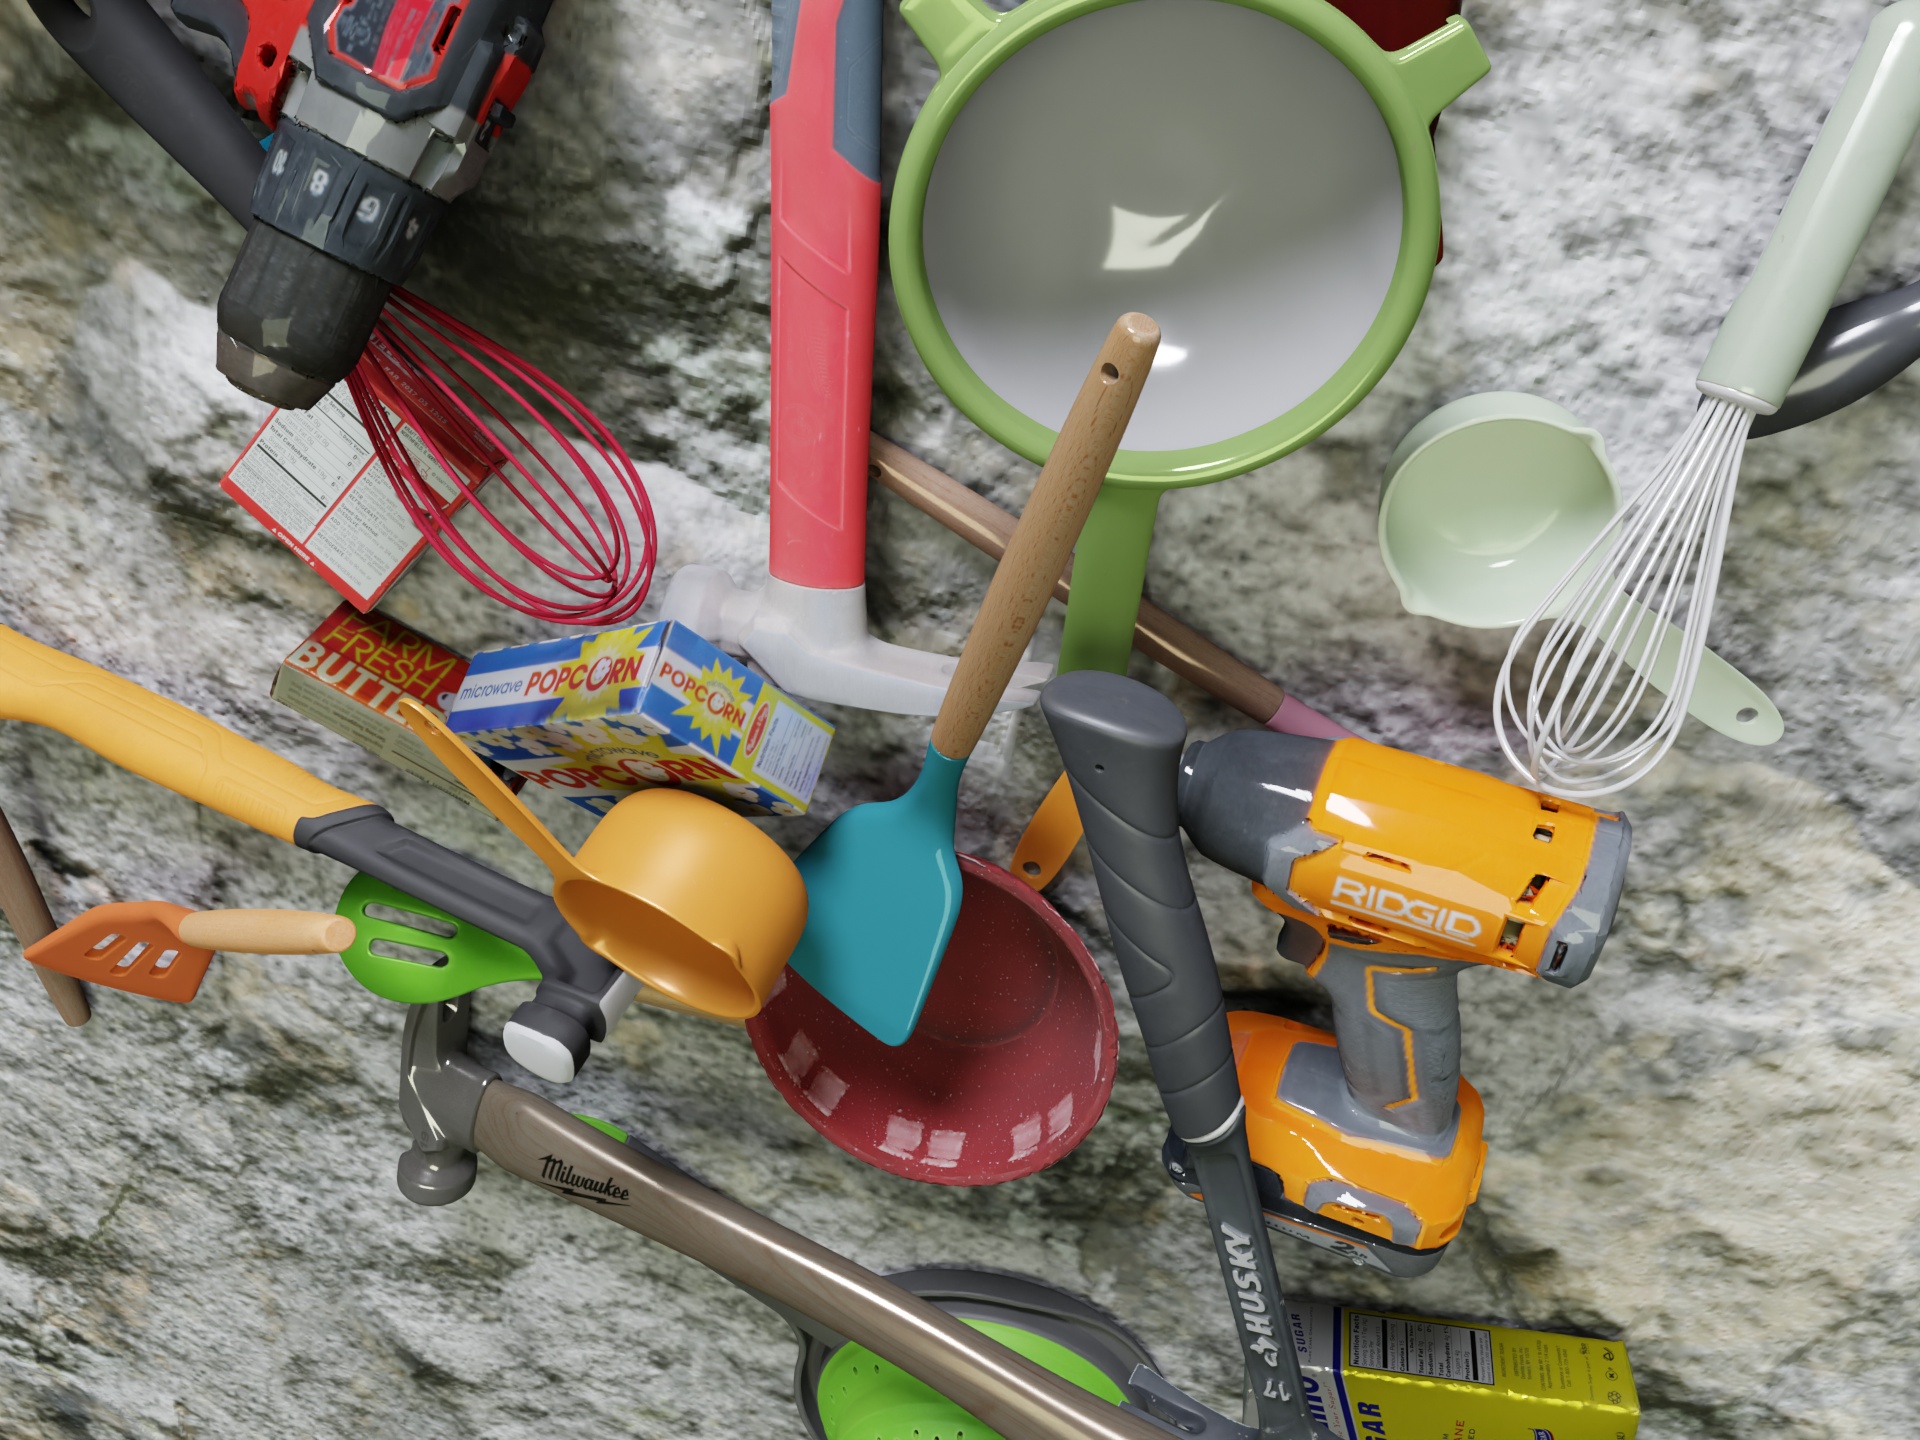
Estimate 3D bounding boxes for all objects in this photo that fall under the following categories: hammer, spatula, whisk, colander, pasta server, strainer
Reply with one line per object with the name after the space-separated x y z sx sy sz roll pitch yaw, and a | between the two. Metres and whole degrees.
-0.081 0.237 0.713 0.411 0.038 0.146 22 118 16 | hammer
-0.027 -0.179 0.494 0.143 0.038 0.386 11 120 11 | hammer
-0.443 0.037 0.716 0.018 0.060 0.315 -16 136 -22 | spatula
-0.212 -0.147 0.542 0.073 0.073 0.295 -37 98 29 | whisk
-0.001 -0.002 0.529 0.082 0.044 0.317 39 139 14 | spatula
-0.274 0.030 0.668 0.337 0.127 0.034 23 137 9 | hammer
-0.058 0.337 0.801 0.397 0.095 0.204 38 121 -12 | colander
0.091 -0.014 0.585 0.316 0.040 0.060 32 140 -7 | pasta server
0.092 0.160 0.591 0.149 0.036 0.408 2 124 31 | hammer
0.054 -0.108 0.496 0.151 0.069 0.256 6 131 0 | strainer
-0.319 0.098 0.672 0.081 0.041 0.323 27 158 -34 | spatula
0.347 -0.151 0.439 0.284 0.070 0.070 -27 113 31 | whisk
0.227 -0.089 0.474 0.059 0.057 0.246 33 109 38 | whisk

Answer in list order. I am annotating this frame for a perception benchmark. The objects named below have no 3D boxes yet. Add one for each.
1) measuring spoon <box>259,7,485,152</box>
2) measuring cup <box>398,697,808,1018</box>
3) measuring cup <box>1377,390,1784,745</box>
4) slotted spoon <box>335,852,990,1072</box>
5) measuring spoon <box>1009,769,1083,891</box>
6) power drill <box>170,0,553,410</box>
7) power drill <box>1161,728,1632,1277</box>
-0.207 -0.202 0.541 0.128 0.021 0.042 -18 116 22 | measuring spoon
-0.123 0.036 0.569 0.095 0.052 0.173 -6 133 46 | measuring cup
0.214 -0.047 0.539 0.167 0.038 0.083 34 122 -12 | measuring cup
-0.128 0.118 0.713 0.313 0.070 0.031 14 164 -2 | slotted spoon
0.046 0.030 0.640 0.021 0.011 0.116 27 127 1 | measuring spoon
-0.246 -0.219 0.475 0.226 0.080 0.188 27 97 -7 | power drill
0.136 0.100 0.596 0.164 0.084 0.226 17 134 17 | power drill
